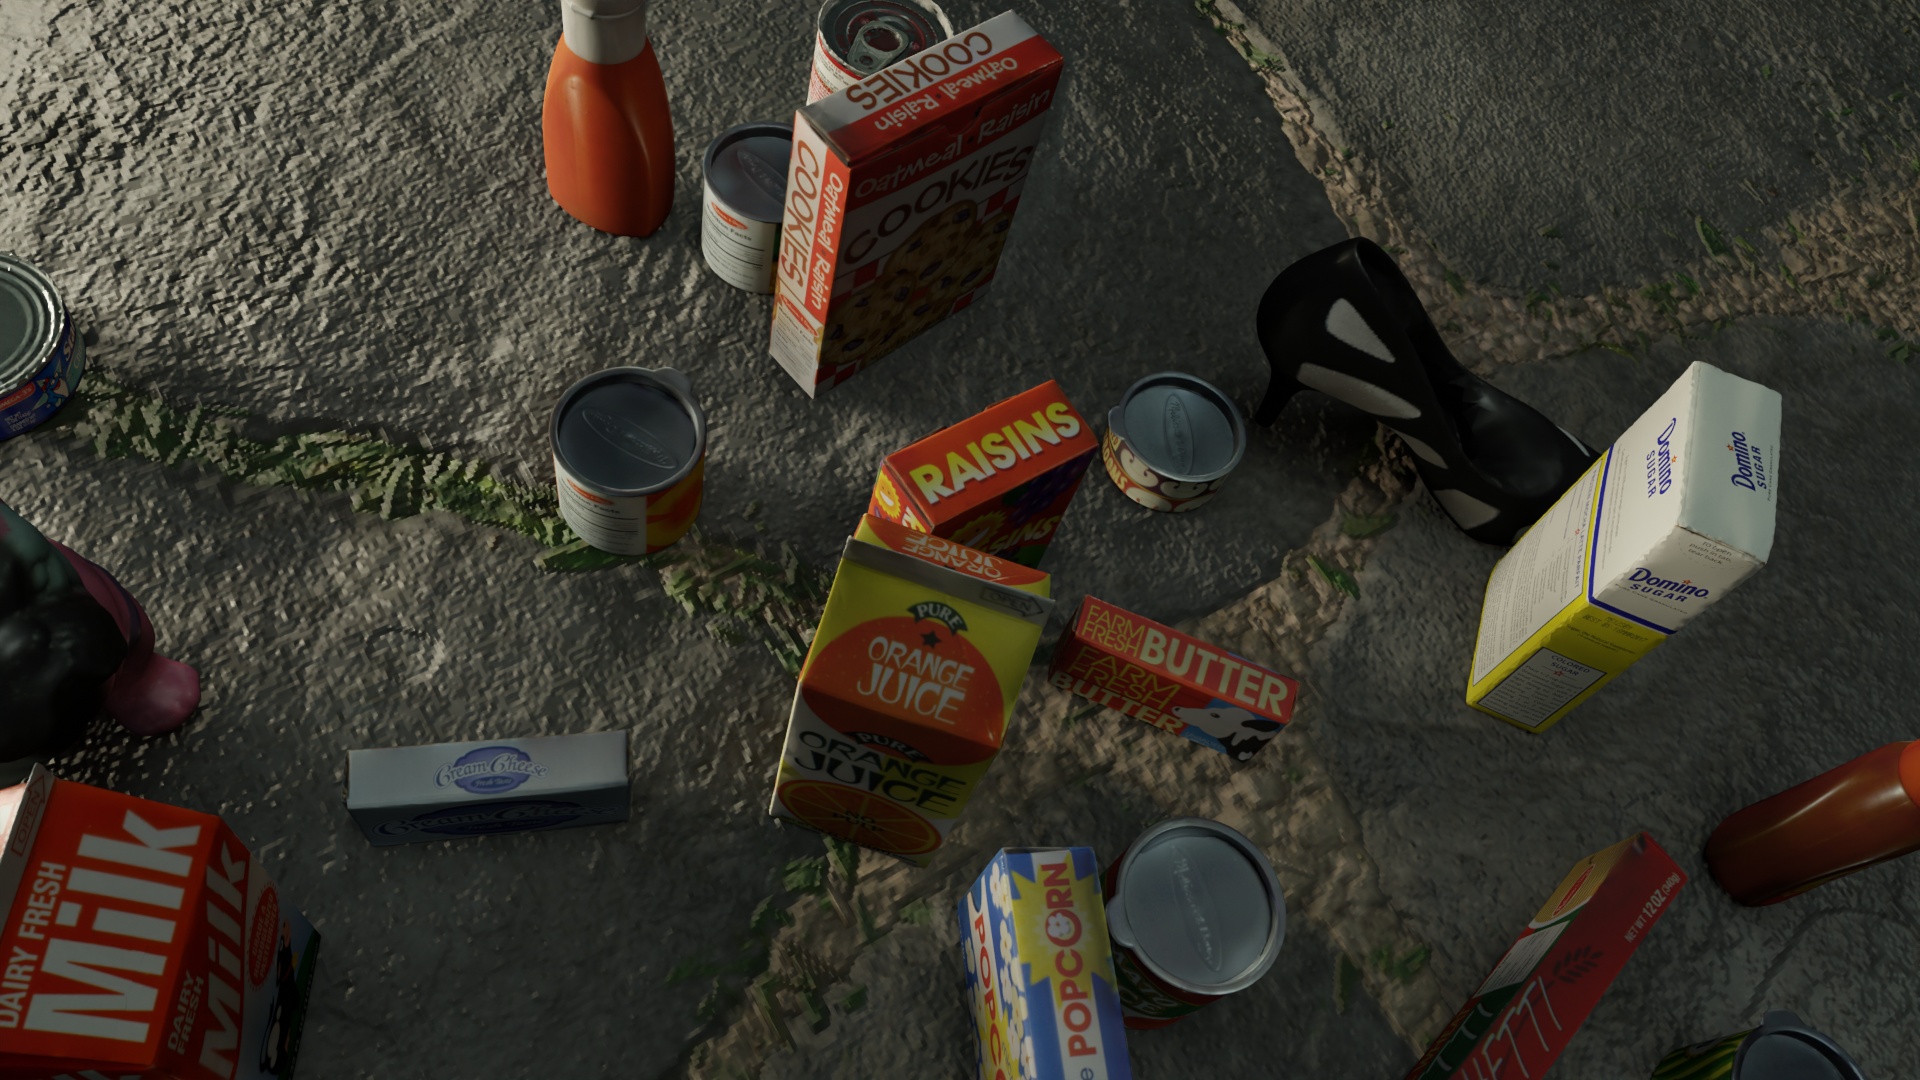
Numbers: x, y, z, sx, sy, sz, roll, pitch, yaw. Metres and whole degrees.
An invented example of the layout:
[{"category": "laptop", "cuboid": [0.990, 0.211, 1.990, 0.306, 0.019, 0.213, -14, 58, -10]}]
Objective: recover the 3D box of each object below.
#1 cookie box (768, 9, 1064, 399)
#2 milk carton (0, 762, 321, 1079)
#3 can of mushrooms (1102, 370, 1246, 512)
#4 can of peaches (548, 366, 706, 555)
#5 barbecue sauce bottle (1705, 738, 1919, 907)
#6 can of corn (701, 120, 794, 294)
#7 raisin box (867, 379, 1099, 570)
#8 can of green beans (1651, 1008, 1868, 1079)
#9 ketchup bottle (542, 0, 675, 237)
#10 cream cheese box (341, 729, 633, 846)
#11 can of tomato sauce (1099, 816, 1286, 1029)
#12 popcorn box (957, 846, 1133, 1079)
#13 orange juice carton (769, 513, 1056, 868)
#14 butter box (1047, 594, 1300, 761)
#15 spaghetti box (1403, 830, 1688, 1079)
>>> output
[{"category": "cookie box", "cuboid": [-0.025, -0.152, 0.650, 0.123, 0.166, 0.040, -35, 74, -26]}, {"category": "milk carton", "cuboid": [-0.259, 0.133, 0.426, 0.073, 0.189, 0.072, 5, 61, -10]}, {"category": "can of mushrooms", "cuboid": [0.104, -0.050, 0.699, 0.071, 0.033, 0.071, 5, 60, -9]}, {"category": "can of peaches", "cuboid": [-0.146, -0.036, 0.622, 0.071, 0.057, 0.071, 5, 61, -9]}, {"category": "barbecue sauce bottle", "cuboid": [0.396, 0.117, 0.604, 0.065, 0.147, 0.044, -22, 69, -22]}, {"category": "can of corn", "cuboid": [-0.096, -0.170, 0.707, 0.071, 0.058, 0.071, 5, 61, -9]}, {"category": "raisin box", "cuboid": [0.002, -0.008, 0.601, 0.086, 0.122, 0.040, -26, 70, -24]}, {"category": "can of green beans", "cuboid": [0.331, 0.238, 0.574, 0.071, 0.057, 0.071, 5, 61, -9]}, {"category": "ketchup bottle", "cuboid": [-0.168, -0.211, 0.662, 0.065, 0.148, 0.044, 24, 59, 1]}, {"category": "cream cheese box", "cuboid": [-0.181, 0.097, 0.543, 0.104, 0.053, 0.024, -3, 62, -14]}, {"category": "can of tomato sauce", "cuboid": [0.080, 0.155, 0.551, 0.071, 0.082, 0.071, 5, 61, -9]}, {"category": "popcorn box", "cuboid": [0.031, 0.188, 0.520, 0.038, 0.084, 0.127, -1, 62, -13]}, {"category": "orange juice carton", "cuboid": [-0.020, 0.054, 0.521, 0.072, 0.191, 0.073, 19, 59, -2]}, {"category": "butter box", "cuboid": [0.093, 0.063, 0.622, 0.103, 0.053, 0.024, 22, 59, 0]}, {"category": "spaghetti box", "cuboid": [0.213, 0.213, 0.567, 0.251, 0.050, 0.029, -37, 75, -27]}]
